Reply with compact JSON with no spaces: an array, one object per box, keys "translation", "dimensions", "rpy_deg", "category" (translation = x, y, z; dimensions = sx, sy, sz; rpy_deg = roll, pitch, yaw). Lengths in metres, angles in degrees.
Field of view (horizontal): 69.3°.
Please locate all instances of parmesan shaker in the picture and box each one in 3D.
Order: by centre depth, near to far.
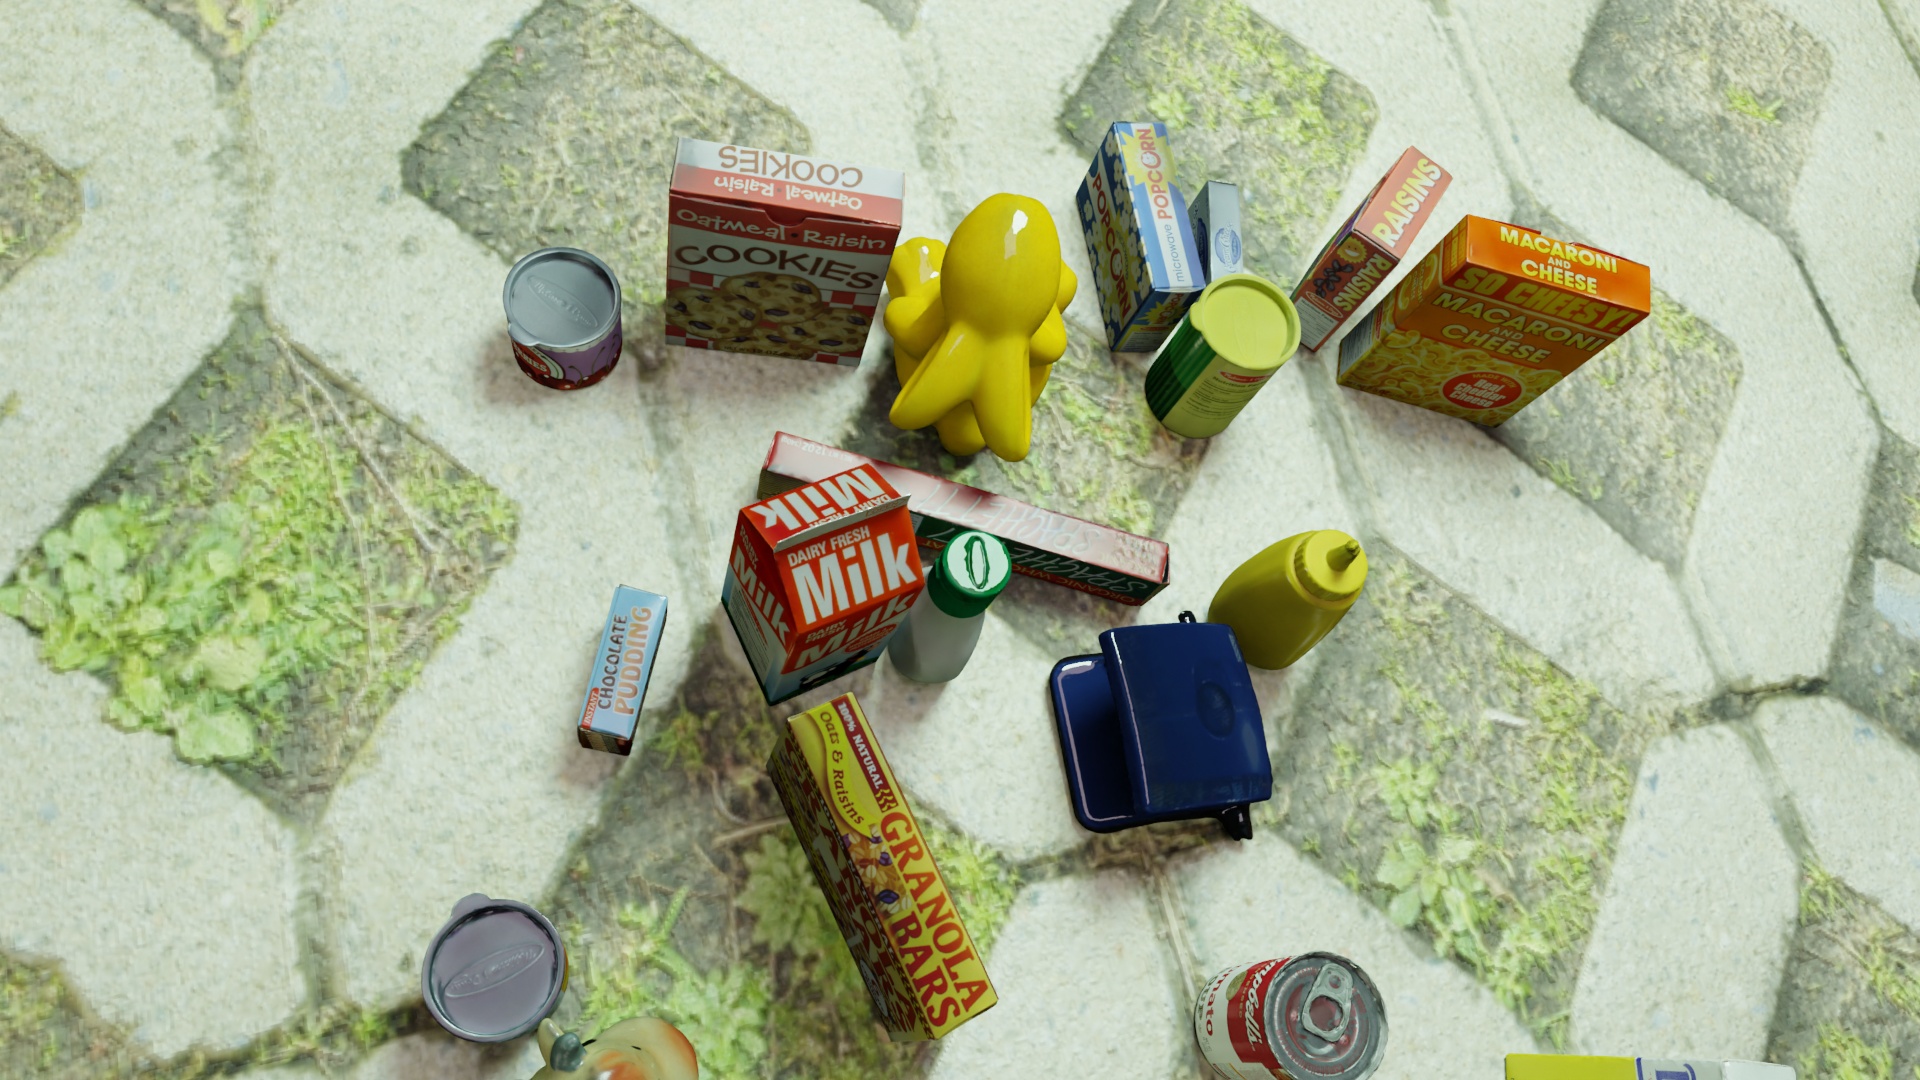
[{"translation":[0.161,-0.116,0.884],"dimensions":[0.071,0.102,0.071],"rpy_deg":[4,69,-11],"category":"parmesan shaker"}]

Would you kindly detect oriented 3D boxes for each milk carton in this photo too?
[{"translation":[-0.074,0.021,0.729],"dimensions":[0.072,0.189,0.073],"rpy_deg":[-22,76,-19],"category":"milk carton"}]

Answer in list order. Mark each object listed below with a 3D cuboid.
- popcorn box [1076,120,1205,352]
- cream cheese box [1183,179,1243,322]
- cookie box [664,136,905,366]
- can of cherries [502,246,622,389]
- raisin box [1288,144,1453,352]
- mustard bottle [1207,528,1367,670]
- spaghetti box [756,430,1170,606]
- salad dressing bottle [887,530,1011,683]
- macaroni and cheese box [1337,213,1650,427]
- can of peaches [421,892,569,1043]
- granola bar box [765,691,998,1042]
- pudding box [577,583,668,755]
[{"translation":[0.116,-0.199,0.915],"dimensions":[0.038,0.085,0.127],"rpy_deg":[-5,71,-15],"category":"popcorn box"},{"translation":[0.170,-0.185,0.939],"dimensions":[0.024,0.053,0.104],"rpy_deg":[6,69,-11],"category":"cream cheese box"},{"translation":[-0.106,-0.160,0.803],"dimensions":[0.123,0.166,0.040],"rpy_deg":[6,69,-11],"category":"cookie box"},{"translation":[-0.236,-0.129,0.821],"dimensions":[0.071,0.058,0.072],"rpy_deg":[4,69,-11],"category":"can of cherries"},{"translation":[0.266,-0.192,0.926],"dimensions":[0.040,0.123,0.086],"rpy_deg":[36,66,2],"category":"raisin box"},{"translation":[0.197,0.029,0.806],"dimensions":[0.065,0.159,0.049],"rpy_deg":[41,67,4],"category":"mustard bottle"},{"translation":[0.003,-0.010,0.836],"dimensions":[0.250,0.050,0.029],"rpy_deg":[16,67,-7],"category":"spaghetti box"},{"translation":[-0.007,0.037,0.762],"dimensions":[0.044,0.147,0.064],"rpy_deg":[1,70,-13],"category":"salad dressing bottle"},{"translation":[0.338,-0.138,0.899],"dimensions":[0.124,0.165,0.040],"rpy_deg":[14,68,-8],"category":"macaroni and cheese box"},{"translation":[-0.231,0.213,0.692],"dimensions":[0.071,0.058,0.071],"rpy_deg":[4,69,-11],"category":"can of peaches"},{"translation":[-0.045,0.171,0.715],"dimensions":[0.039,0.123,0.166],"rpy_deg":[-22,76,-19],"category":"granola bar box"},{"translation":[-0.185,0.071,0.761],"dimensions":[0.030,0.049,0.084],"rpy_deg":[14,67,-8],"category":"pudding box"}]
